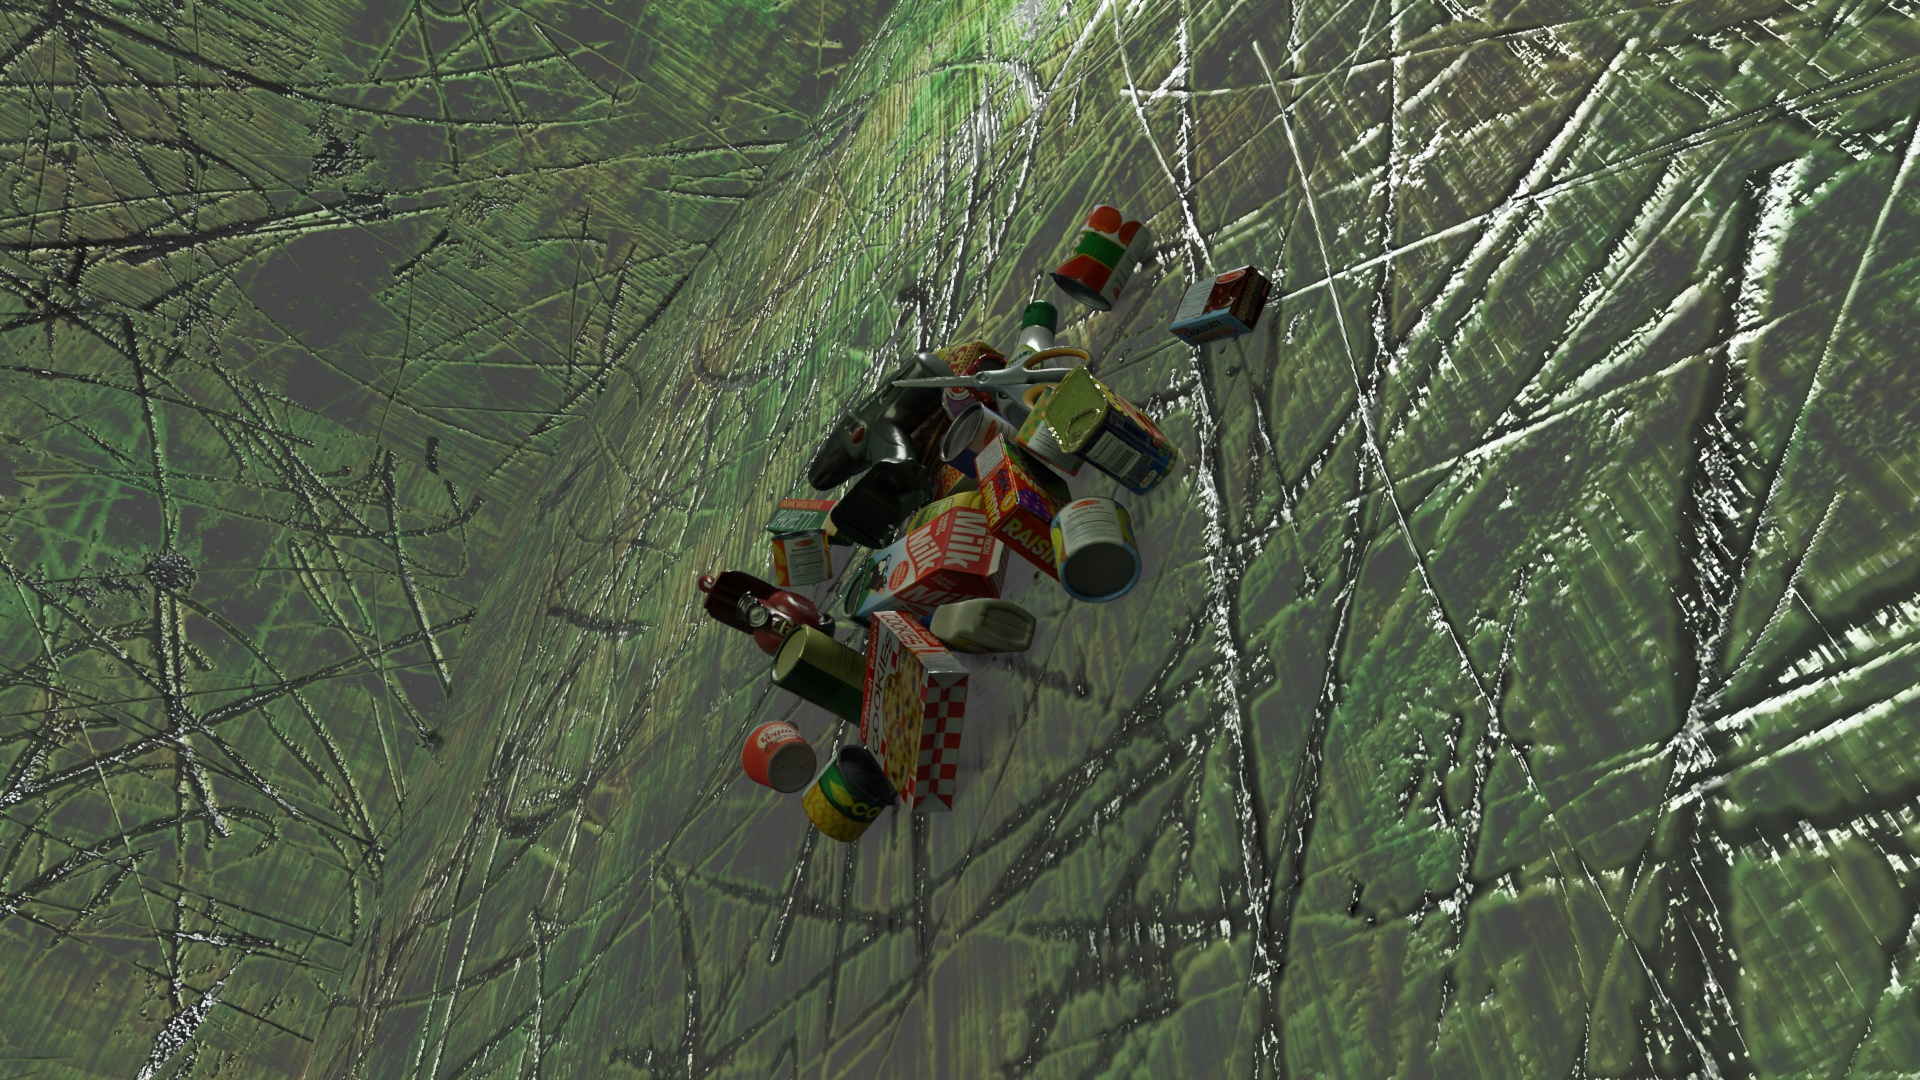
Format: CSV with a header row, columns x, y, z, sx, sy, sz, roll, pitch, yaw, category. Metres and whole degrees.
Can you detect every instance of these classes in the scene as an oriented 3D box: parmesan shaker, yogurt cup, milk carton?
x,y,z,sx,sy,sz,roll,pitch,yaw,category
-0.126,0.130,1.357,0.071,0.103,0.072,-44,28,31,parmesan shaker
-0.181,0.222,1.407,0.054,0.072,0.072,17,77,57,yogurt cup
-0.017,0.031,1.298,0.190,0.073,0.073,-30,37,47,milk carton

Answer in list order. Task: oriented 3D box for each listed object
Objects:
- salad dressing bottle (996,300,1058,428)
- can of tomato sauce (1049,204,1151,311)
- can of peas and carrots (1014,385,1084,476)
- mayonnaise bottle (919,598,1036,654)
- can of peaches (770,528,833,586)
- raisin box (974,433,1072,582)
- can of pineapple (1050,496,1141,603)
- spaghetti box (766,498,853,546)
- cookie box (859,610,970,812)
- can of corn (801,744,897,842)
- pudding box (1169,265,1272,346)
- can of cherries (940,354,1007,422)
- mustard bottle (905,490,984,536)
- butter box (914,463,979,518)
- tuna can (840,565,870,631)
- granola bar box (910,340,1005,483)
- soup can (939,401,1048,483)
x,y,z,sx,sy,sz,roll,pitch,yaw,category
0.073,-0.180,1.407,0.064,0.044,0.148,-19,43,33,salad dressing bottle
0.138,-0.279,1.367,0.083,0.071,0.071,-60,24,-3,can of tomato sauce
0.091,-0.098,1.255,0.058,0.071,0.071,-59,24,1,can of peas and carrots
0.006,0.078,1.219,0.148,0.065,0.041,-15,57,63,mayonnaise bottle
-0.185,0.020,1.622,0.071,0.071,0.058,6,105,64,can of peaches
0.061,-0.029,1.204,0.040,0.086,0.124,-44,28,21,raisin box
0.107,0.009,1.099,0.070,0.071,0.058,-47,27,26,can of pineapple
-0.182,-0.024,1.735,0.050,0.028,0.250,-63,24,-11,spaghetti box
-0.042,0.143,1.203,0.168,0.040,0.122,-143,58,-66,cookie box
-0.098,0.228,1.238,0.058,0.071,0.071,-51,25,19,can of corn
0.217,-0.195,1.166,0.083,0.030,0.050,-5,56,61,pudding box
0.022,-0.153,1.441,0.058,0.071,0.072,-34,34,44,can of cherries
0.005,-0.017,1.343,0.159,0.049,0.065,-25,43,51,mustard bottle
-0.009,-0.057,1.446,0.103,0.024,0.053,-48,27,24,butter box
-0.094,0.057,1.466,0.070,0.033,0.071,-44,29,31,tuna can
-0.027,-0.140,1.560,0.124,0.039,0.166,0,62,62,granola bar box
0.032,-0.083,1.326,0.071,0.083,0.072,-44,28,30,soup can
